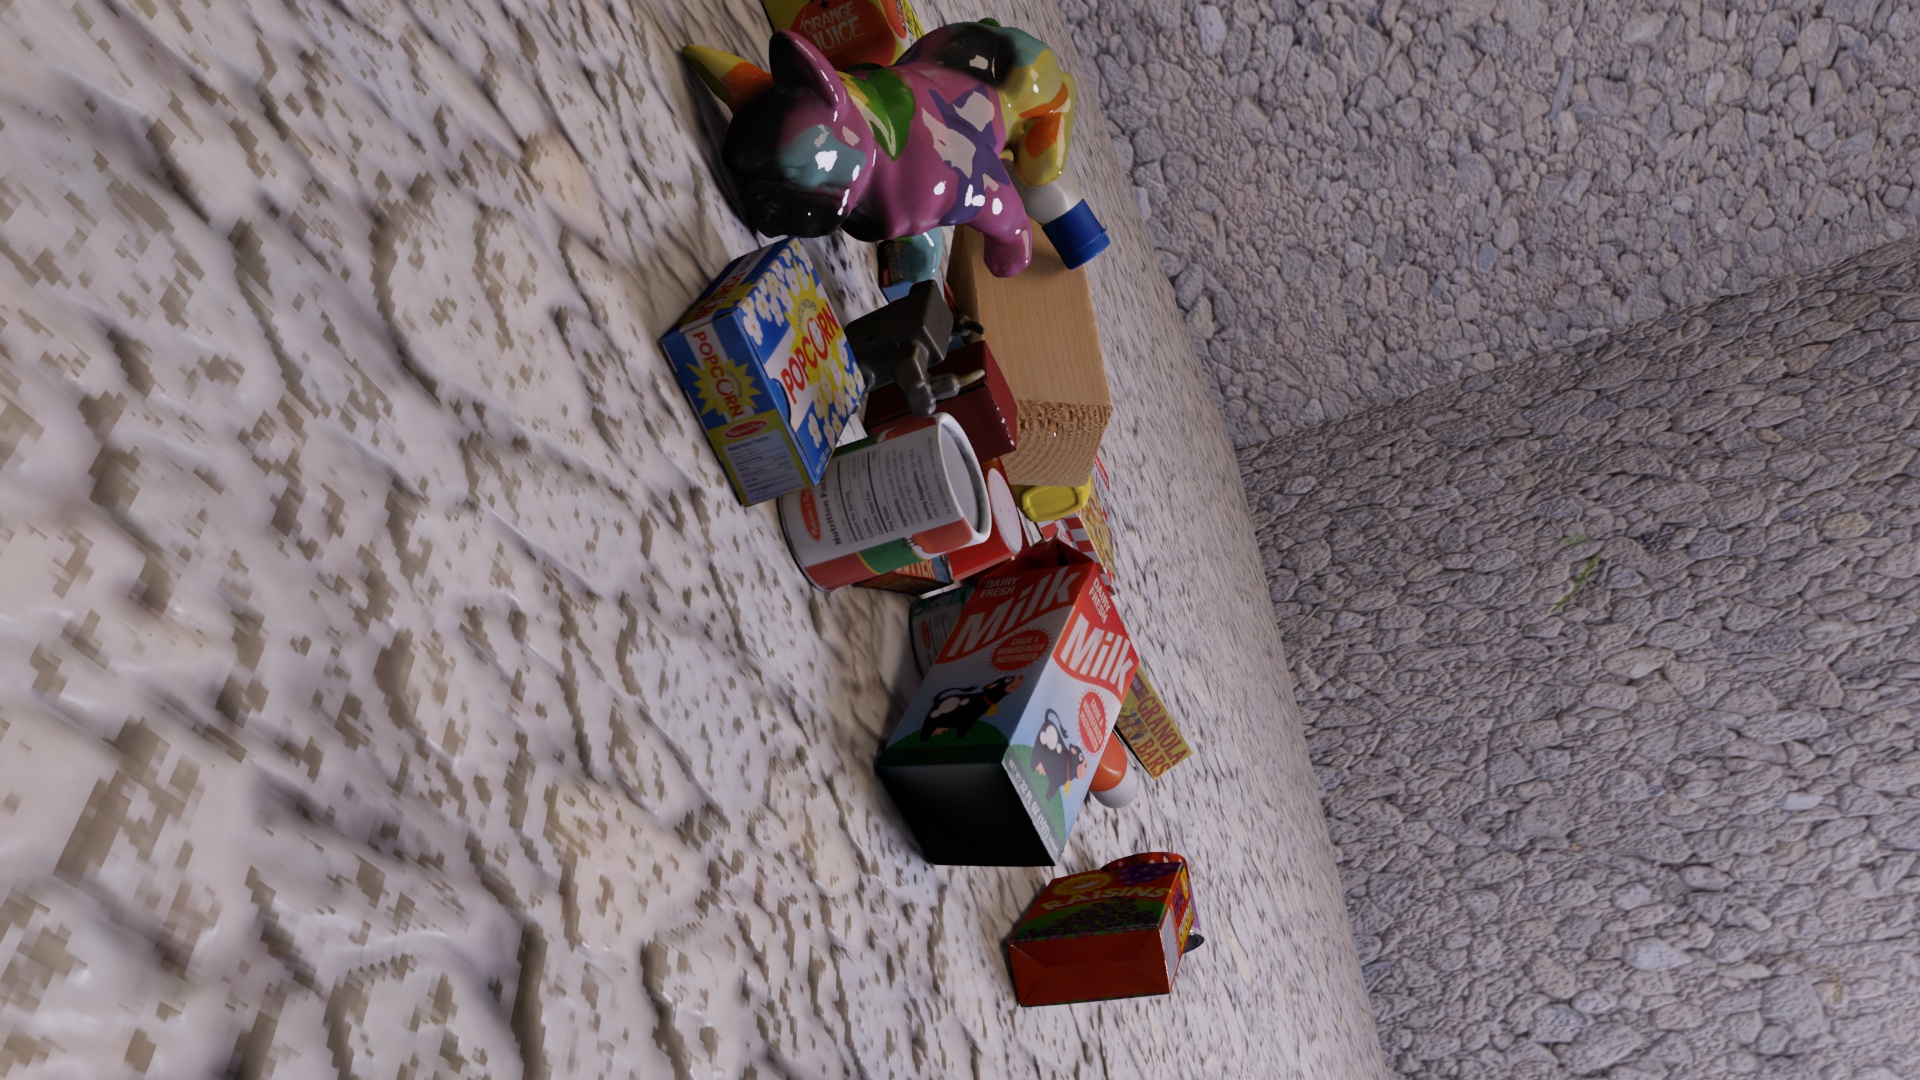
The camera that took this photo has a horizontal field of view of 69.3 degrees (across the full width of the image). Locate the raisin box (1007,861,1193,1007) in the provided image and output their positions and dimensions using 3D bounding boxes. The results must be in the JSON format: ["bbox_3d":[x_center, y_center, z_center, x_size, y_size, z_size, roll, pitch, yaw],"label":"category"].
[{"bbox_3d":[0.083,0.223,0.798,0.123,0.086,0.040,-11,90,-74],"label":"raisin box"}]

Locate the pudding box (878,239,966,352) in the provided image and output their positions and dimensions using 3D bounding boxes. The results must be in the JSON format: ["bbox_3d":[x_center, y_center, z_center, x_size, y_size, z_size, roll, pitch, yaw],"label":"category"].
[{"bbox_3d":[-0.025,-0.167,0.960,0.083,0.030,0.050,55,22,-48],"label":"pudding box"}]

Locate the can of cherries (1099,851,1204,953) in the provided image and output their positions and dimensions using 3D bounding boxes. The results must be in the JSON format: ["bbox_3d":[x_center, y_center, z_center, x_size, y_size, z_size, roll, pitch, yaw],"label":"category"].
[{"bbox_3d":[0.129,0.253,0.960,0.071,0.071,0.058,50,27,-54],"label":"can of cherries"}]

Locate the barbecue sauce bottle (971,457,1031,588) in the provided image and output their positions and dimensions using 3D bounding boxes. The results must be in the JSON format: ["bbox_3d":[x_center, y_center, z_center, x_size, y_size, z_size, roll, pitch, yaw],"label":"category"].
[{"bbox_3d":[0.015,-0.021,0.914,0.065,0.043,0.148,-25,96,-80],"label":"barbecue sauce bottle"}]

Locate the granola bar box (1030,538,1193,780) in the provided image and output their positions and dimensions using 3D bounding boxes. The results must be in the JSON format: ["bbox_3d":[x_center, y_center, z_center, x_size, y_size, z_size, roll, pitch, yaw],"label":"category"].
[{"bbox_3d":[0.102,0.089,1.020,0.124,0.039,0.165,55,0,43],"label":"granola bar box"}]

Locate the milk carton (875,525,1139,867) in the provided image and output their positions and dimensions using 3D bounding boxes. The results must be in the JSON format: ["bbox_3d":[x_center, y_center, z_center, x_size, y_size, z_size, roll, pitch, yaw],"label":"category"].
[{"bbox_3d":[0.036,0.074,0.726,0.072,0.073,0.192,64,36,-27],"label":"milk carton"}]

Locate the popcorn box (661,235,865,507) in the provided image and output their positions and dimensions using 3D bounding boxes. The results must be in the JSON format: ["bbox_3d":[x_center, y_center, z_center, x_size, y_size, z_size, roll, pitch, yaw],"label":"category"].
[{"bbox_3d":[-0.087,-0.082,0.643,0.127,0.038,0.085,-77,147,-62],"label":"popcorn box"}]

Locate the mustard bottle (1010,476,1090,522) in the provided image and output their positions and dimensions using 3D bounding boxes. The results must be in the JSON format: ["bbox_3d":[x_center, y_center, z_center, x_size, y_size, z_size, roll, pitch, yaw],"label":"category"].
[{"bbox_3d":[0.063,-0.083,1.118,0.161,0.065,0.048,-99,169,-48],"label":"mustard bottle"}]

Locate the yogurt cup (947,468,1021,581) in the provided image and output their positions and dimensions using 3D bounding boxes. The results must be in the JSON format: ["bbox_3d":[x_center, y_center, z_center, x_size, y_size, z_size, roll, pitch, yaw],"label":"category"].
[{"bbox_3d":[0.003,-0.011,0.842,0.072,0.054,0.072,-18,91,-74],"label":"yogurt cup"}]

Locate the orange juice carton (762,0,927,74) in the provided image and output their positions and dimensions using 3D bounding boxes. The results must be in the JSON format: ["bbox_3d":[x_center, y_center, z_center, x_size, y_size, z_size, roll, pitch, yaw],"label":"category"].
[{"bbox_3d":[-0.061,-0.320,0.928,0.192,0.072,0.073,43,33,-61],"label":"orange juice carton"}]

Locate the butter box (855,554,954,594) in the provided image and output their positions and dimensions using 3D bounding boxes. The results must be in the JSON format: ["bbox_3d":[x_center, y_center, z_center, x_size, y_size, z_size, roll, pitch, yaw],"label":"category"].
[{"bbox_3d":[-0.035,0.000,0.756,0.103,0.024,0.053,15,58,-72],"label":"butter box"}]

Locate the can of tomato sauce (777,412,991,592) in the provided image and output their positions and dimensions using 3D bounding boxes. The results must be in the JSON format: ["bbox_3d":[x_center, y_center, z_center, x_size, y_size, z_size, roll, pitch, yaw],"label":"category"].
[{"bbox_3d":[-0.035,-0.019,0.666,0.071,0.083,0.071,-19,91,-74],"label":"can of tomato sauce"}]

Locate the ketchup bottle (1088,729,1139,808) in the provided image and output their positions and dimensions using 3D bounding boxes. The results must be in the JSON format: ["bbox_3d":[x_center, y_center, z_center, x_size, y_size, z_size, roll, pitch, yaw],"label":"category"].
[{"bbox_3d":[0.090,0.147,0.985,0.148,0.043,0.065,53,19,-51],"label":"ketchup bottle"}]

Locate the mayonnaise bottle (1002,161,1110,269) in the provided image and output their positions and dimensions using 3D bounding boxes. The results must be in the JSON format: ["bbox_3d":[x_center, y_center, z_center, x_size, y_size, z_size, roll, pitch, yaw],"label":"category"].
[{"bbox_3d":[0.051,-0.262,0.978,0.148,0.041,0.065,55,28,-12],"label":"mayonnaise bottle"}]

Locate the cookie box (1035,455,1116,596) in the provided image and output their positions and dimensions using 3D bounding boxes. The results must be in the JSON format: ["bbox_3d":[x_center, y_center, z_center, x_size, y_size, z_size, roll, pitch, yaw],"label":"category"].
[{"bbox_3d":[0.096,-0.045,1.224,0.168,0.040,0.122,-87,154,-50],"label":"cookie box"}]

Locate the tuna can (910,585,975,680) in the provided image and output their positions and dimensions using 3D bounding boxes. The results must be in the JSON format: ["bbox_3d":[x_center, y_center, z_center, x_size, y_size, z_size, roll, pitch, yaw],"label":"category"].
[{"bbox_3d":[0.000,0.061,0.793,0.071,0.033,0.071,-19,91,-74],"label":"tuna can"}]

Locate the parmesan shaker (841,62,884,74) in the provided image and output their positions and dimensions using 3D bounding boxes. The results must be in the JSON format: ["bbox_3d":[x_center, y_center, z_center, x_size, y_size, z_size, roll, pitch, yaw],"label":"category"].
[{"bbox_3d":[-0.039,-0.256,0.902,0.103,0.071,0.071,27,46,-54],"label":"parmesan shaker"}]
